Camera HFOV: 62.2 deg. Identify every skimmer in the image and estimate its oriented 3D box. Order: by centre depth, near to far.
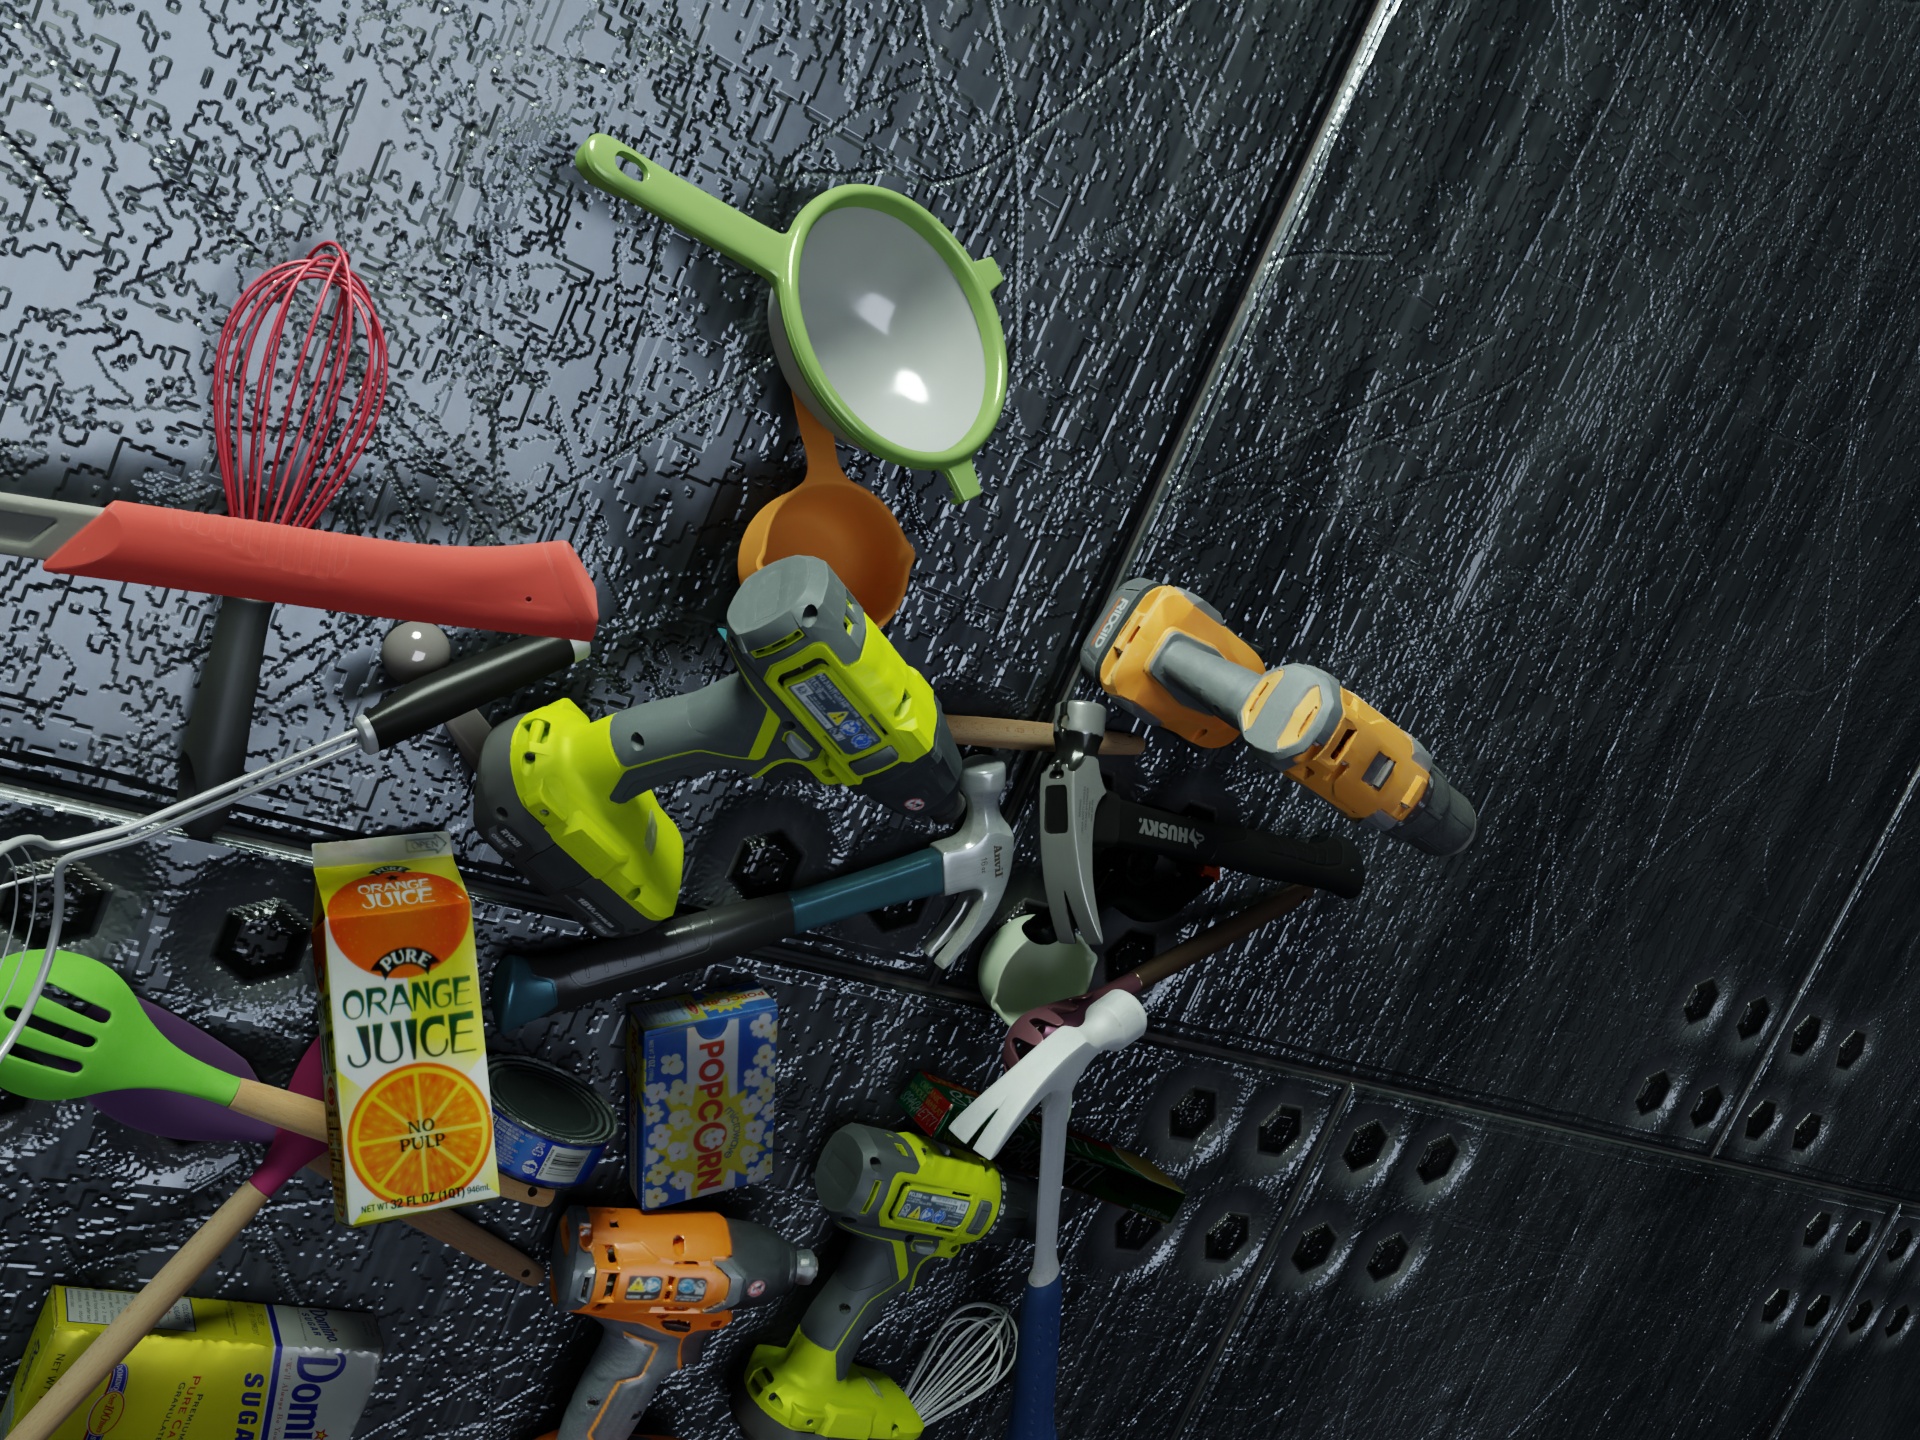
[{"bbox_3d":[-0.319,0.054,0.737,0.363,0.090,0.127,-29,159,-31],"label":"skimmer"}]

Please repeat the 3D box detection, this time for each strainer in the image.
[{"bbox_3d":[-0.089,-0.211,0.799,0.256,0.069,0.152,22,65,-37],"label":"strainer"}]

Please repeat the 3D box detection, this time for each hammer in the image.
[{"bbox_3d":[-0.341,-0.065,0.689,0.359,0.037,0.149,8,114,-19],"label":"hammer"},{"bbox_3d":[-0.116,0.118,0.954,0.331,0.033,0.128,-14,115,-25],"label":"hammer"},{"bbox_3d":[0.052,0.366,1.065,0.144,0.035,0.405,-27,132,-37],"label":"hammer"},{"bbox_3d":[0.174,0.090,1.073,0.334,0.035,0.146,15,76,-43],"label":"hammer"}]

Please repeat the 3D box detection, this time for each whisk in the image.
[{"bbox_3d":[-0.326,-0.077,0.739,0.073,0.073,0.295,10,109,-33],"label":"whisk"},{"bbox_3d":[-0.050,0.515,1.146,0.058,0.059,0.246,44,88,2],"label":"whisk"}]

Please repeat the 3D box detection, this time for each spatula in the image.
[{"bbox_3d":[-0.349,0.245,0.877,0.060,0.018,0.315,-51,124,-9],"label":"spatula"},{"bbox_3d":[-0.002,-0.003,0.962,0.317,0.082,0.044,5,118,-37],"label":"spatula"}]

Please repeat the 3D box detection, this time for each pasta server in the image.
[{"bbox_3d":[0.143,0.174,1.091,0.316,0.040,0.060,-20,128,-35],"label":"pasta server"}]

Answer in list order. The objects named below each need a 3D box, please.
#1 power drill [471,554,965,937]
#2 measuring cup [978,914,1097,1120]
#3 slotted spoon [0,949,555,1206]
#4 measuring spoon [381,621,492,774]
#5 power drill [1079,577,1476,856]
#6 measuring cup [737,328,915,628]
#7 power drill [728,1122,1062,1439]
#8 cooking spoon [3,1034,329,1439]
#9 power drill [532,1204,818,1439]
[{"bbox_3d":[-0.119,0.026,0.817,0.223,0.080,0.171,-23,129,20],"label":"power drill"},{"bbox_3d":[0.053,0.206,1.085,0.083,0.038,0.167,-20,120,-22],"label":"measuring cup"},{"bbox_3d":[-0.350,0.199,0.823,0.313,0.031,0.070,30,73,-28],"label":"slotted spoon"},{"bbox_3d":[-0.259,0.002,0.832,0.034,0.018,0.124,-35,123,-14],"label":"measuring spoon"},{"bbox_3d":[0.197,0.003,0.971,0.185,0.226,0.084,30,93,-35],"label":"power drill"},{"bbox_3d":[-0.085,-0.126,0.872,0.095,0.052,0.173,-9,88,-31],"label":"measuring cup"},{"bbox_3d":[-0.041,0.392,1.082,0.190,0.080,0.228,23,94,-35],"label":"power drill"},{"bbox_3d":[-0.385,0.266,0.831,0.319,0.017,0.068,-49,123,-19],"label":"cooking spoon"},{"bbox_3d":[-0.185,0.411,0.992,0.164,0.084,0.226,9,102,-22],"label":"power drill"}]
